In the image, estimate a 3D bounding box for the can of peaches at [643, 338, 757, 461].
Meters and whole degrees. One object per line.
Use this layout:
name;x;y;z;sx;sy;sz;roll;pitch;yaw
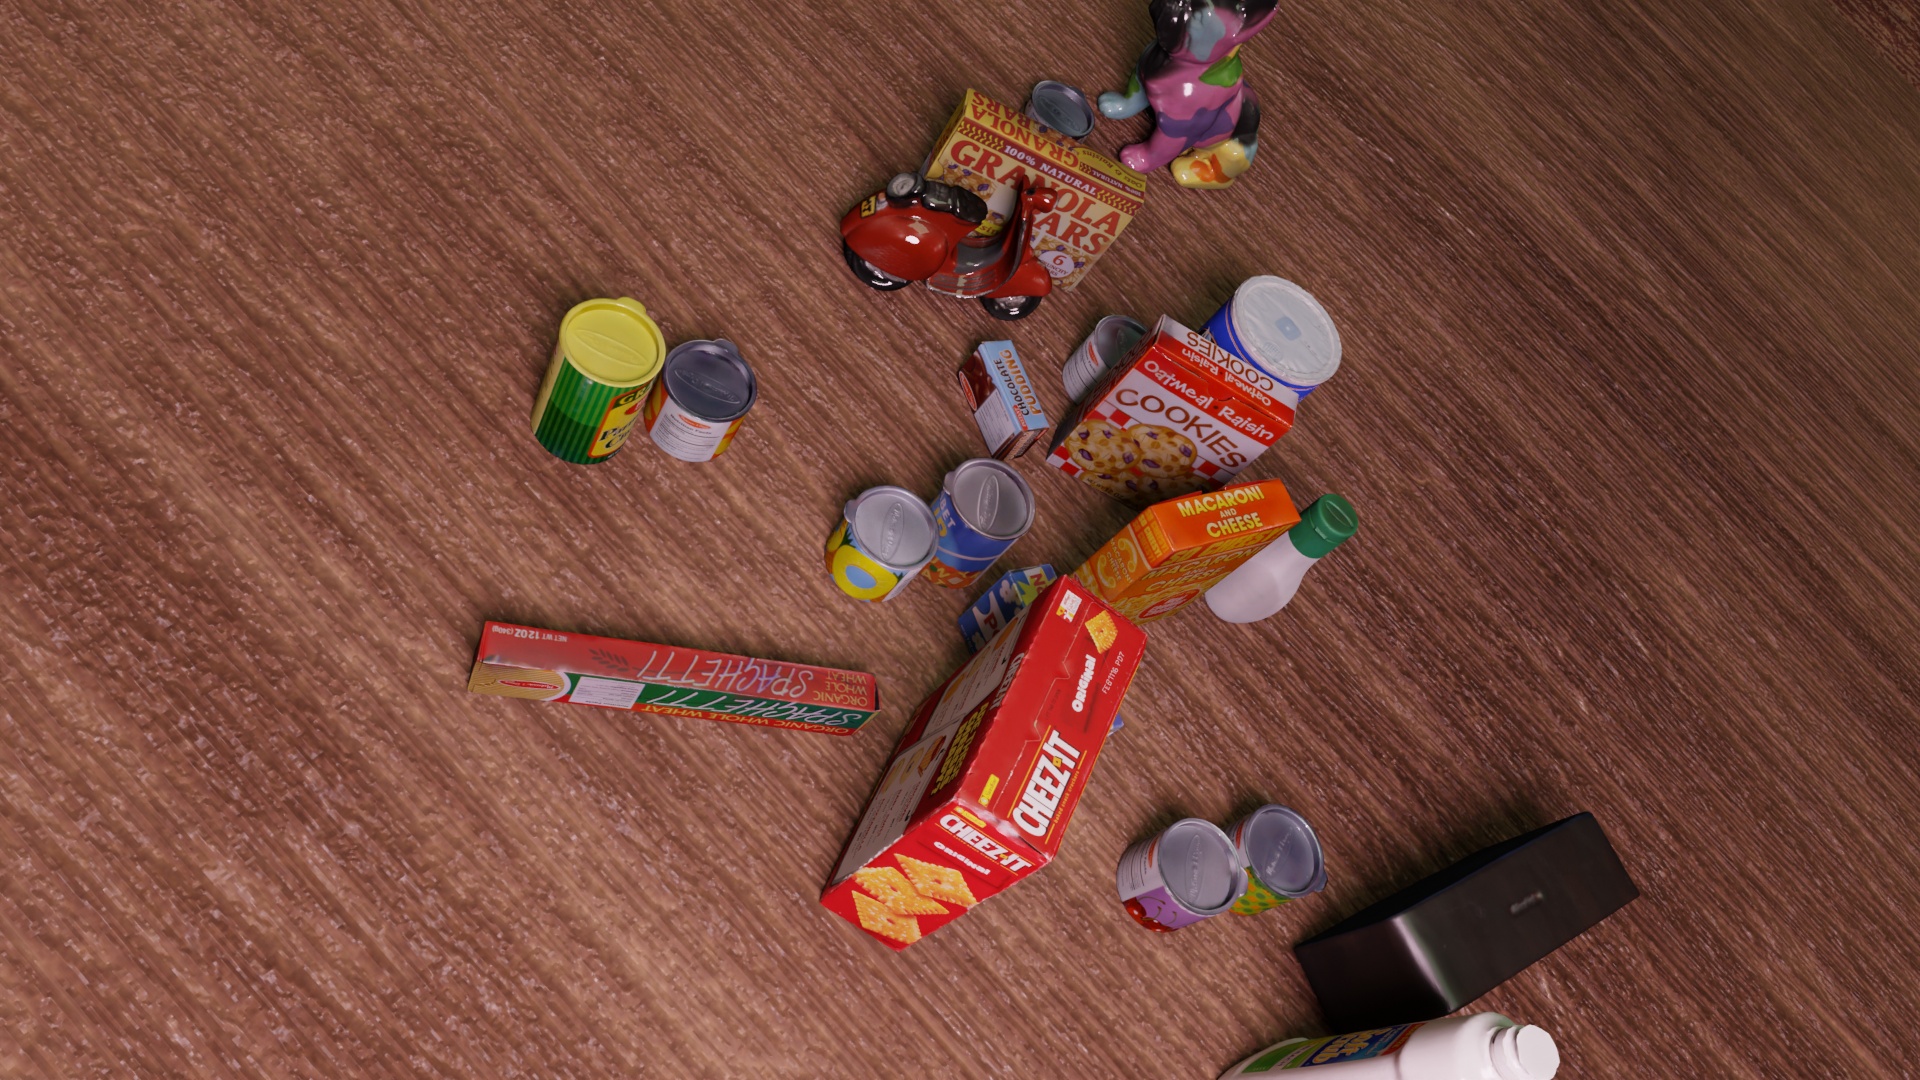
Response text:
can of peaches;-0.181;-0.098;0.966;0.071;0.057;0.071;13;58;-21

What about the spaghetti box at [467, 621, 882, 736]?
spaghetti box;-0.174;0.089;0.867;0.250;0.050;0.029;10;59;-23

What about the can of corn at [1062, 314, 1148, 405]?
can of corn;0.129;-0.143;1.155;0.071;0.058;0.071;13;58;-21

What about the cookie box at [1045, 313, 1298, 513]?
cookie box;0.160;-0.086;1.069;0.123;0.166;0.040;28;54;-11

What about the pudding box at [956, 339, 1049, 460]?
pudding box;0.033;-0.110;1.091;0.030;0.049;0.084;-11;69;-32

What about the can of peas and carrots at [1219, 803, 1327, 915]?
can of peas and carrots;0.216;0.229;0.986;0.071;0.058;0.071;13;58;-21

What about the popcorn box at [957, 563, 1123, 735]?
popcorn box;0.053;0.091;0.963;0.038;0.084;0.127;-12;69;-32

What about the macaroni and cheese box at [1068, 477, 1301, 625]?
macaroni and cheese box;0.146;0.017;1.004;0.124;0.165;0.040;-12;69;-32

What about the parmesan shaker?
parmesan shaker;-0.238;-0.104;0.911;0.071;0.102;0.071;13;58;-21

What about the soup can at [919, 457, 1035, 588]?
soup can;0.004;-0.013;0.998;0.071;0.083;0.071;13;58;-21

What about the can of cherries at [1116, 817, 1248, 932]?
can of cherries;0.151;0.231;0.951;0.071;0.058;0.072;13;58;-21

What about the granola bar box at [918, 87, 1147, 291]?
granola bar box;0.052;-0.287;1.155;0.165;0.123;0.039;22;55;-16

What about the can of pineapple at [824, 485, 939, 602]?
can of pineapple;-0.057;0.002;0.974;0.071;0.057;0.071;13;58;-21

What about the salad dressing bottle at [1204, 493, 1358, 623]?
salad dressing bottle;0.246;0.014;1.069;0.064;0.147;0.044;46;52;2

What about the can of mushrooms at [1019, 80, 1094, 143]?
can of mushrooms;0.090;-0.393;1.293;0.071;0.033;0.071;13;58;-21
